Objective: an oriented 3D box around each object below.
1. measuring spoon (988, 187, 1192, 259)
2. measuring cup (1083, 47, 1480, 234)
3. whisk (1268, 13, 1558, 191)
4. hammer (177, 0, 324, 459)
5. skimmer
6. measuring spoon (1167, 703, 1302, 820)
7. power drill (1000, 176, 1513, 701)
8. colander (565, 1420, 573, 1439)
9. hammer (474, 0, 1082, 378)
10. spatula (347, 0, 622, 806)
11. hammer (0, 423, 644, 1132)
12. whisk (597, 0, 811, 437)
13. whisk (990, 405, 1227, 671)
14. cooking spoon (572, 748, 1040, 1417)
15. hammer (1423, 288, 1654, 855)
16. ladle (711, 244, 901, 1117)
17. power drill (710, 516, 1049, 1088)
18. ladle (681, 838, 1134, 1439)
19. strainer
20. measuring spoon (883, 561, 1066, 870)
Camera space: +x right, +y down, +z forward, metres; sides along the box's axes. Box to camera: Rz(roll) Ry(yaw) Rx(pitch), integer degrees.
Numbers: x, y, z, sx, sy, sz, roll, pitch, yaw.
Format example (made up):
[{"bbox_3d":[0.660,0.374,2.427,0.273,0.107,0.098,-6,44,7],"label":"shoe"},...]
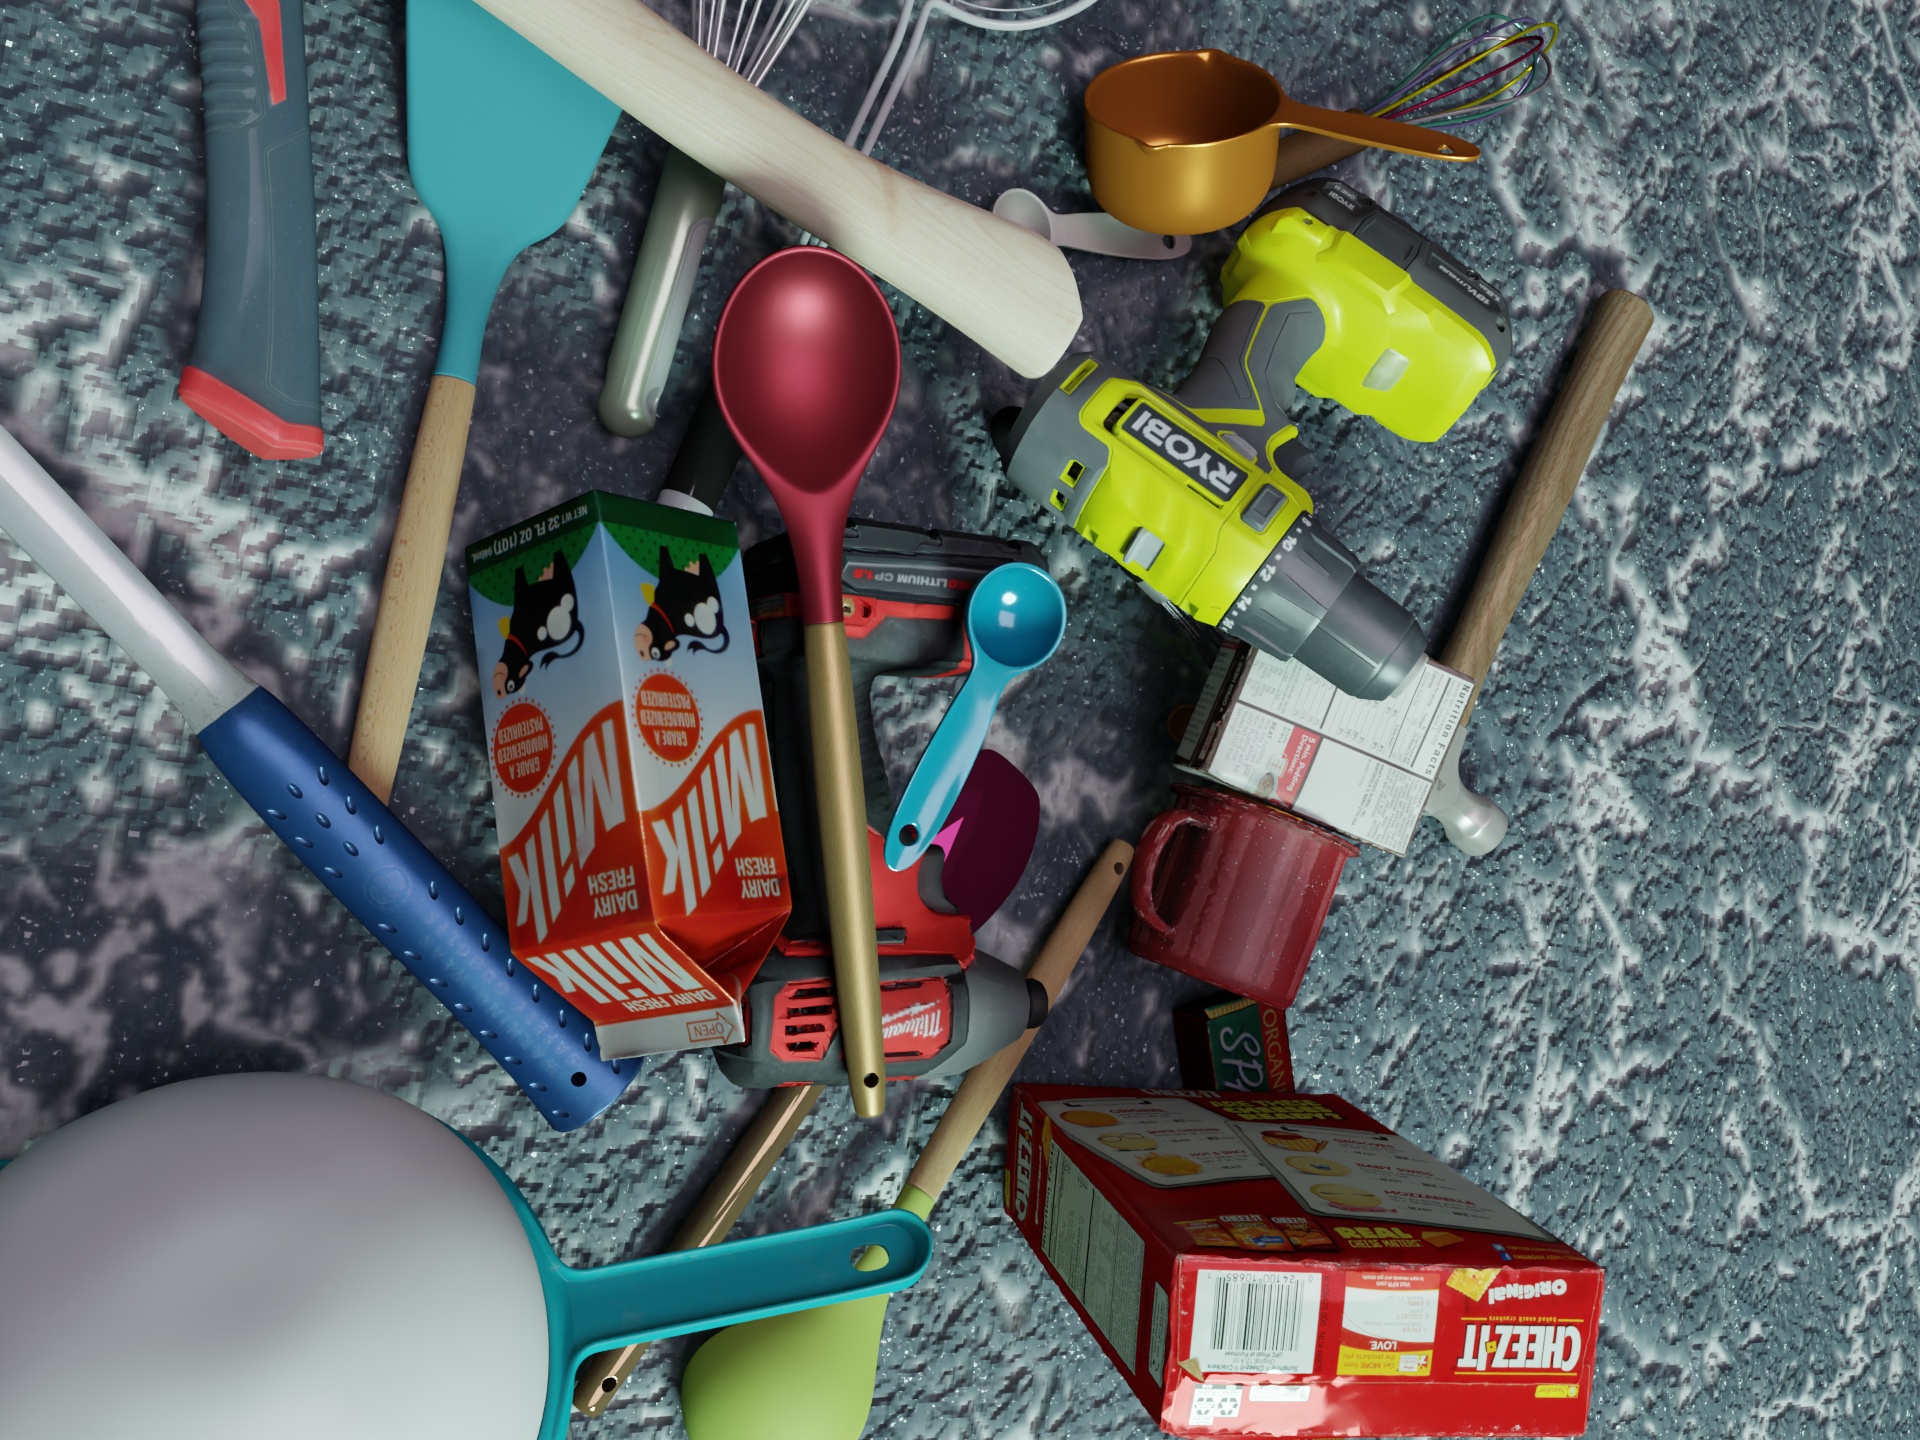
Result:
[{"bbox_3d":[0.059,-0.224,0.739,0.124,0.018,0.034,-8,94,-36],"label":"measuring spoon"},{"bbox_3d":[0.138,-0.246,0.706,0.052,0.174,0.095,88,24,-48],"label":"measuring cup"},{"bbox_3d":[0.219,-0.312,0.812,0.245,0.047,0.051,-29,106,-23],"label":"whisk"},{"bbox_3d":[-0.233,-0.286,0.555,0.143,0.038,0.386,-4,93,-31],"label":"hammer"},{"bbox_3d":[-0.022,-0.237,0.645,0.127,0.090,0.363,34,75,-44],"label":"skimmer"},{"bbox_3d":[0.139,0.031,0.788,0.021,0.011,0.116,-43,115,7],"label":"measuring spoon"},{"bbox_3d":[0.151,-0.125,0.699,0.190,0.080,0.228,37,57,6],"label":"power drill"},{"bbox_3d":[-0.238,0.373,0.527,0.204,0.094,0.397,17,82,-29],"label":"colander"},{"bbox_3d":[-0.130,-0.234,0.560,0.410,0.038,0.146,29,81,-24],"label":"hammer"},{"bbox_3d":[-0.190,-0.101,0.578,0.082,0.044,0.317,12,86,-25],"label":"spatula"},{"bbox_3d":[-0.257,-0.008,0.529,0.144,0.035,0.405,-42,109,-14],"label":"hammer"},{"bbox_3d":[-0.100,-0.229,0.629,0.059,0.058,0.246,15,87,6],"label":"whisk"},{"bbox_3d":[0.117,-0.047,0.750,0.284,0.070,0.070,41,71,-19],"label":"whisk"},{"bbox_3d":[-0.060,0.145,0.670,0.068,0.017,0.319,43,70,-23],"label":"cooking spoon"},{"bbox_3d":[0.304,-0.100,0.869,0.130,0.031,0.331,36,73,-26],"label":"hammer"},{"bbox_3d":[-0.046,-0.010,0.580,0.069,0.031,0.315,-6,95,-15],"label":"ladle"},{"bbox_3d":[-0.026,0.036,0.645,0.143,0.078,0.220,4,85,-28],"label":"power drill"},{"bbox_3d":[-0.010,0.181,0.693,0.078,0.062,0.320,43,64,-19],"label":"ladle"},{"bbox_3d":[-0.160,0.181,0.498,0.340,0.095,0.211,-4,53,-22],"label":"strainer"},{"bbox_3d":[-0.001,-0.002,0.613,0.042,0.021,0.128,28,86,-24],"label":"measuring spoon"}]
